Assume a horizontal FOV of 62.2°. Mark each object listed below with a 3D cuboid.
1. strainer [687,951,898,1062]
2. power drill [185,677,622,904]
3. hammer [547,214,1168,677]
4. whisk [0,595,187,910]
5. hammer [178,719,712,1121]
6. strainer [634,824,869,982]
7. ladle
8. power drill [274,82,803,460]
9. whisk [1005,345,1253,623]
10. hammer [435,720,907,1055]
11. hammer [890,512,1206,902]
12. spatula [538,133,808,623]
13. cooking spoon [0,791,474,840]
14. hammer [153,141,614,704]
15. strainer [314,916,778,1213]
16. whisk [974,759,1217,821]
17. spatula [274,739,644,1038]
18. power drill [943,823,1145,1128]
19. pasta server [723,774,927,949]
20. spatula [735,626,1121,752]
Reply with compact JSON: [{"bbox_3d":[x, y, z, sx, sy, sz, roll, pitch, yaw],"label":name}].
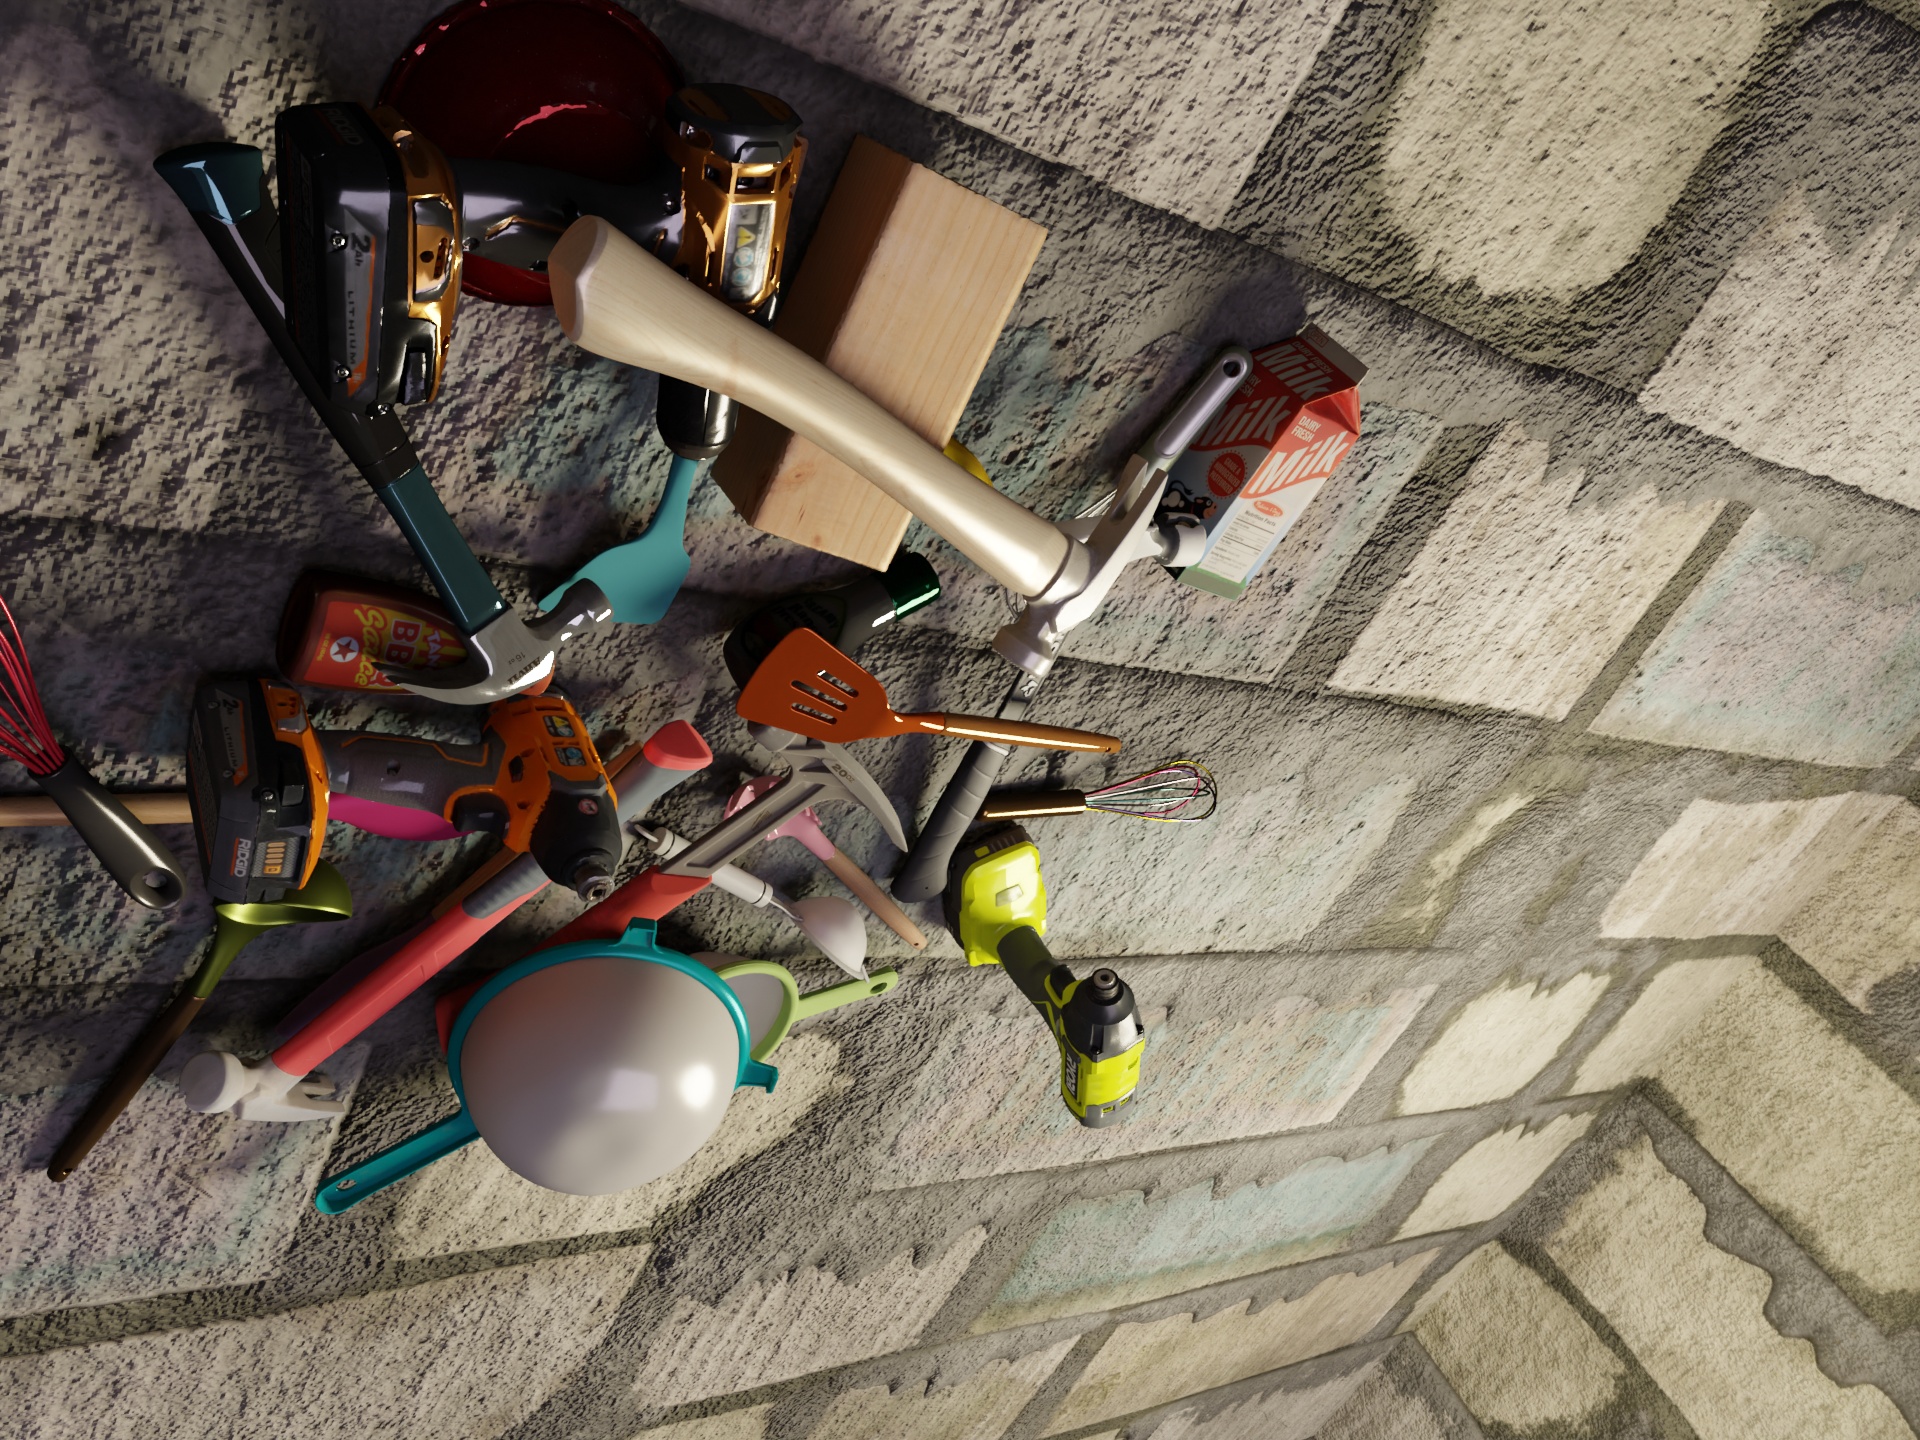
[{"bbox_3d":[-0.165,0.216,1.256,0.256,0.069,0.151,-10,133,-40],"label":"strainer"},{"bbox_3d":[-0.306,0.046,0.905,0.226,0.164,0.084,1,127,-34],"label":"power drill"},{"bbox_3d":[-0.036,-0.147,0.817,0.410,0.038,0.146,26,100,-50],"label":"hammer"},{"bbox_3d":[-0.478,0.009,0.813,0.073,0.073,0.295,-27,140,-12],"label":"whisk"},{"bbox_3d":[-0.317,0.135,1.049,0.386,0.038,0.143,-38,159,2],"label":"hammer"},{"bbox_3d":[-0.142,0.132,1.187,0.258,0.087,0.050,35,96,-39],"label":"strainer"},{"bbox_3d":[-0.491,0.196,1.001,0.320,0.062,0.078,-48,144,17],"label":"ladle"},{"bbox_3d":[-0.186,-0.196,0.736,0.226,0.084,0.185,-14,137,-32],"label":"power drill"},{"bbox_3d":[0.117,-0.161,1.107,0.246,0.058,0.059,-50,-179,9],"label":"whisk"},{"bbox_3d":[-0.216,0.131,1.105,0.359,0.037,0.149,-35,123,11],"label":"hammer"},{"bbox_3d":[0.028,0.005,1.159,0.149,0.036,0.408,-3,140,-30],"label":"hammer"},{"bbox_3d":[-0.153,-0.182,0.906,0.082,0.044,0.317,6,120,-38],"label":"spatula"},{"bbox_3d":[-0.422,0.051,0.936,0.318,0.017,0.068,1,125,-37],"label":"cooking spoon"},{"bbox_3d":[-0.293,-0.138,0.805,0.128,0.033,0.330,-42,137,-22],"label":"hammer"},{"bbox_3d":[-0.305,0.289,1.108,0.340,0.095,0.210,-27,125,4],"label":"strainer"},{"bbox_3d":[0.117,0.063,1.335,0.245,0.051,0.047,-3,109,-29],"label":"whisk"},{"bbox_3d":[-0.330,0.118,1.070,0.316,0.018,0.059,-40,145,5],"label":"spatula"},{"bbox_3d":[0.071,0.196,1.278,0.080,0.223,0.171,-22,138,-18],"label":"power drill"},{"bbox_3d":[-0.092,0.120,1.232,0.060,0.040,0.315,-17,145,15],"label":"pasta server"},{"bbox_3d":[-0.002,-0.003,1.081,0.322,0.041,0.081,8,132,-44],"label":"spatula"}]
